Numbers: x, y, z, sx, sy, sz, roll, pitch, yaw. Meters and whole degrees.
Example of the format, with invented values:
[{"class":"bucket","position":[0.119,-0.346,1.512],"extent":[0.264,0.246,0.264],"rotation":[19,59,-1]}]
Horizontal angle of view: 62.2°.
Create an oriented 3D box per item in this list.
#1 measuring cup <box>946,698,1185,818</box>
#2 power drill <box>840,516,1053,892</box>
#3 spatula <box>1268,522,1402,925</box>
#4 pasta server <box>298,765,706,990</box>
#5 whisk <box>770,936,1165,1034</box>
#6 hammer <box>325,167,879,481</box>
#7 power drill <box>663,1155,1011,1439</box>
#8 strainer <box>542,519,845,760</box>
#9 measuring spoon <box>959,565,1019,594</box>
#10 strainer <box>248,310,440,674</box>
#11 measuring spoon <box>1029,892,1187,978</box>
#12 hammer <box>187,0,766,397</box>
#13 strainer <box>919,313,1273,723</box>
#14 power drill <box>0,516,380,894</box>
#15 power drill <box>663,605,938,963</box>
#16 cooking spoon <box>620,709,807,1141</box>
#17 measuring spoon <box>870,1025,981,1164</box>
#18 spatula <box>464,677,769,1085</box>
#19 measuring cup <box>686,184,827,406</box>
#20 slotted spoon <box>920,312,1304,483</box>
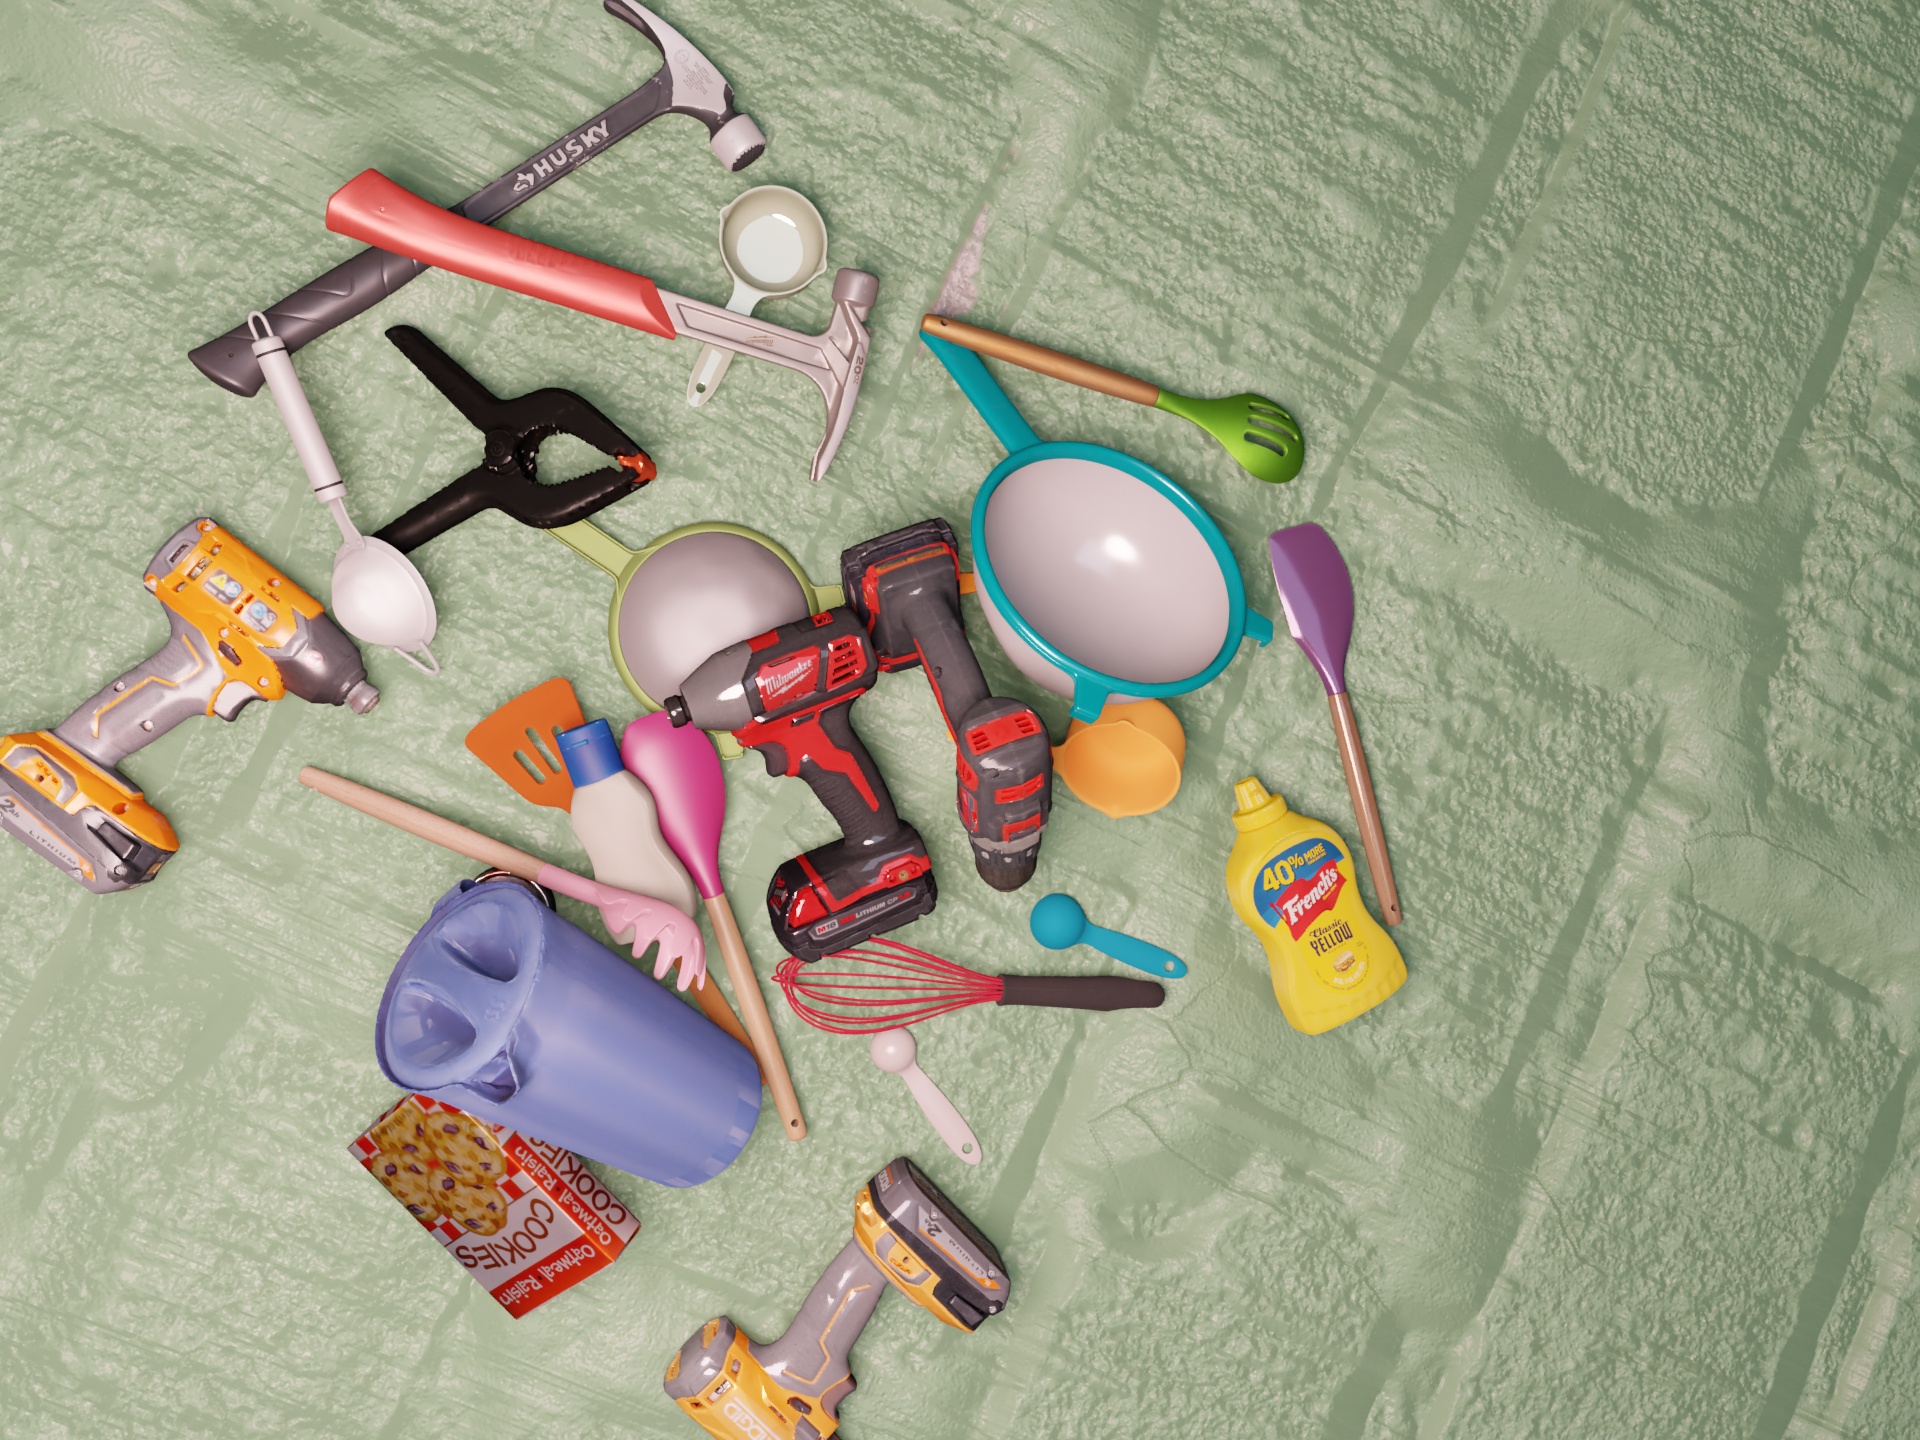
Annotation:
[{"class":"measuring cup","position":[0.079,0.012,1.162],"extent":[0.173,0.095,0.052],"rotation":[12,43,12]},{"class":"power drill","position":[-0.002,-0.003,1.081],"extent":[0.080,0.187,0.227],"rotation":[-20,58,-11]},{"class":"spatula","position":[0.298,0.003,1.222],"extent":[0.059,0.018,0.316],"rotation":[-14,91,-12]},{"class":"pasta server","position":[-0.304,0.097,1.050],"extent":[0.316,0.060,0.040],"rotation":[21,58,10]},{"class":"whisk","position":[0.010,0.193,1.145],"extent":[0.295,0.073,0.073],"rotation":[5,88,-16]},{"class":"hammer","position":[-0.239,-0.279,1.071],"extent":[0.359,0.037,0.149],"rotation":[14,96,-17]},{"class":"power drill","position":[-0.067,0.446,1.118],"extent":[0.226,0.084,0.185],"rotation":[-43,97,-4]},{"class":"strainer","position":[-0.212,-0.096,1.098],"extent":[0.256,0.069,0.151],"rotation":[35,83,-10]},{"class":"measuring spoon","position":[-0.013,-0.099,1.166],"extent":[0.117,0.011,0.021],"rotation":[-6,91,-11]},{"class":"strainer","position":[-0.412,-0.141,1.043],"extent":[0.087,0.050,0.258],"rotation":[-10,107,33]},{"class":"measuring spoon","position":[0.113,0.166,1.182],"extent":[0.128,0.021,0.042],"rotation":[22,85,-9]},{"class":"hammer","position":[-0.337,-0.347,1.081],"extent":[0.409,0.036,0.149],"rotation":[-38,94,-13]},{"class":"strainer","position":[0.055,-0.139,1.145],"extent":[0.211,0.095,0.340],"rotation":[-23,71,-35]},{"class":"power drill","position":[-0.504,0.002,1.038],"extent":[0.164,0.084,0.226],"rotation":[39,79,-9]},{"class":"power drill","position":[-0.106,0.044,1.082],"extent":[0.143,0.079,0.219],"rotation":[-21,110,-13]},{"class":"cooking spoon","position":[-0.163,0.146,1.110],"extent":[0.068,0.017,0.319],"rotation":[-20,97,-17]},{"class":"measuring spoon","position":[-0.021,0.276,1.157],"extent":[0.034,0.018,0.124],"rotation":[-37,97,-9]},{"class":"spatula","position":[-0.223,0.123,1.109],"extent":[0.081,0.041,0.322],"rotation":[-33,96,-10]},{"class":"measuring cup","position":[-0.154,-0.297,1.131],"extent":[0.083,0.038,0.167],"rotation":[26,90,-11]},{"class":"slotted spoon","position":[0.120,-0.244,1.170],"extent":[0.313,0.031,0.070],"rotation":[15,67,-14]}]
